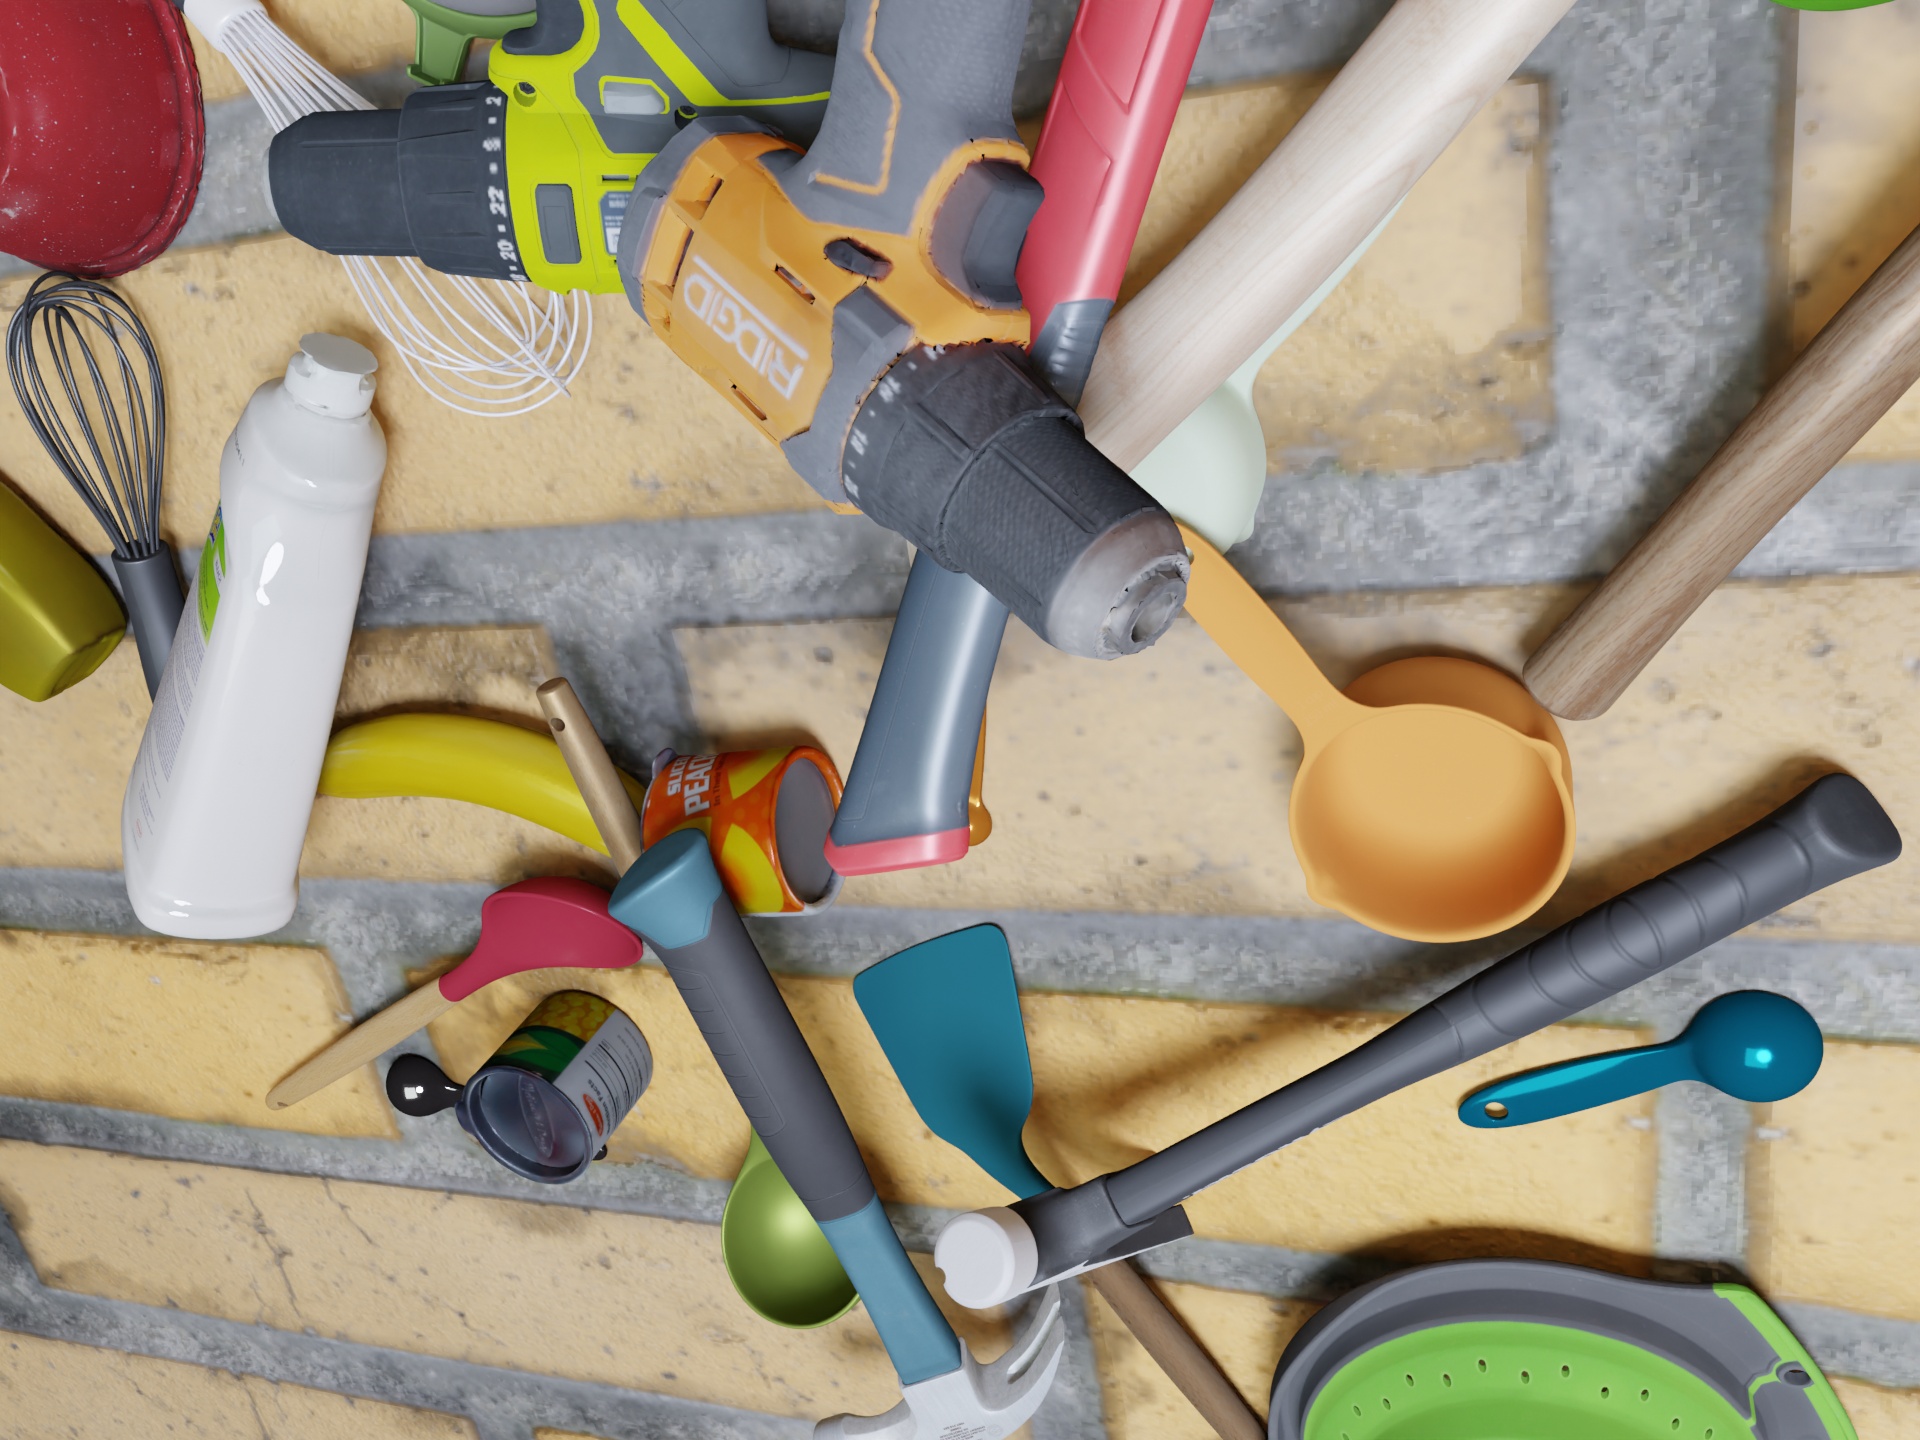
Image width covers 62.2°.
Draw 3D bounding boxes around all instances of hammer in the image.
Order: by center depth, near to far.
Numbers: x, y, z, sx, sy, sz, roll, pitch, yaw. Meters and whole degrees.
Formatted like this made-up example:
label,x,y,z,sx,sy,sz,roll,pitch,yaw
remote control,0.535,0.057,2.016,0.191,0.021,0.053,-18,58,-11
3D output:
label,x,y,z,sx,sy,sz,roll,pitch,yaw
hammer,0.248,-0.116,0.391,0.031,0.130,0.331,57,141,27
hammer,0.127,-0.161,0.406,0.146,0.038,0.410,45,121,2
hammer,0.018,-0.133,0.430,0.143,0.038,0.386,33,116,33
hammer,0.155,0.115,0.549,0.334,0.146,0.035,-35,66,21
hammer,-0.054,0.184,0.637,0.128,0.033,0.330,-20,117,6

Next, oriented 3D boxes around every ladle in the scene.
label,x,y,z,sx,sy,sz,roll,pitch,yaw
ladle,-0.108,0.127,0.660,0.078,0.062,0.320,-9,119,20
ladle,-0.255,0.137,0.759,0.315,0.031,0.069,-31,126,35

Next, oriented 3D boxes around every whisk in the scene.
label,x,y,z,sx,sy,sz,roll,pitch,yaw
whisk,-0.231,-0.219,0.546,0.284,0.070,0.070,48,123,-2
whisk,-0.350,-0.073,0.680,0.055,0.055,0.238,11,124,16

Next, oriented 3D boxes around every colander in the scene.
label,x,y,z,sx,sy,sz,roll,pitch,yaw
colander,0.157,0.347,0.649,0.397,0.095,0.204,-29,109,28

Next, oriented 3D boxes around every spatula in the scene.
label,x,y,z,sx,sy,sz,roll,pitch,yaw
spatula,0.066,0.226,0.685,0.082,0.044,0.317,-26,109,31

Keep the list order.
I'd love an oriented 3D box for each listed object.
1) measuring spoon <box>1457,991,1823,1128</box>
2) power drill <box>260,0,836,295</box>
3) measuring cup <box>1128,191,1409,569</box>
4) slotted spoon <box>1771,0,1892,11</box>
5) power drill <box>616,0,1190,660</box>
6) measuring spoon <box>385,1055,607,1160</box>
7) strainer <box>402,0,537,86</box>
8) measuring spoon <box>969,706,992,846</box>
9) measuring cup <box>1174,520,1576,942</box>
label,x,y,z,sx,sy,sz,roll,pitch,yaw
measuring spoon,0.237,0.131,0.564,0.128,0.021,0.042,-24,105,29
power drill,-0.110,-0.223,0.431,0.190,0.080,0.228,-1,133,-3
measuring cup,0.081,-0.107,0.489,0.083,0.038,0.167,39,126,-1
slotted spoon,0.110,-0.221,0.426,0.314,0.031,0.070,5,113,21
power drill,0.016,-0.141,0.356,0.185,0.084,0.226,46,126,26
measuring spoon,-0.234,0.199,0.791,0.124,0.018,0.034,16,121,13
strainer,-0.116,-0.292,0.452,0.256,0.069,0.151,-12,111,28
measuring spoon,-0.001,-0.002,0.595,0.021,0.011,0.116,6,118,19
measuring cup,0.126,-0.008,0.517,0.173,0.052,0.095,46,123,-5
